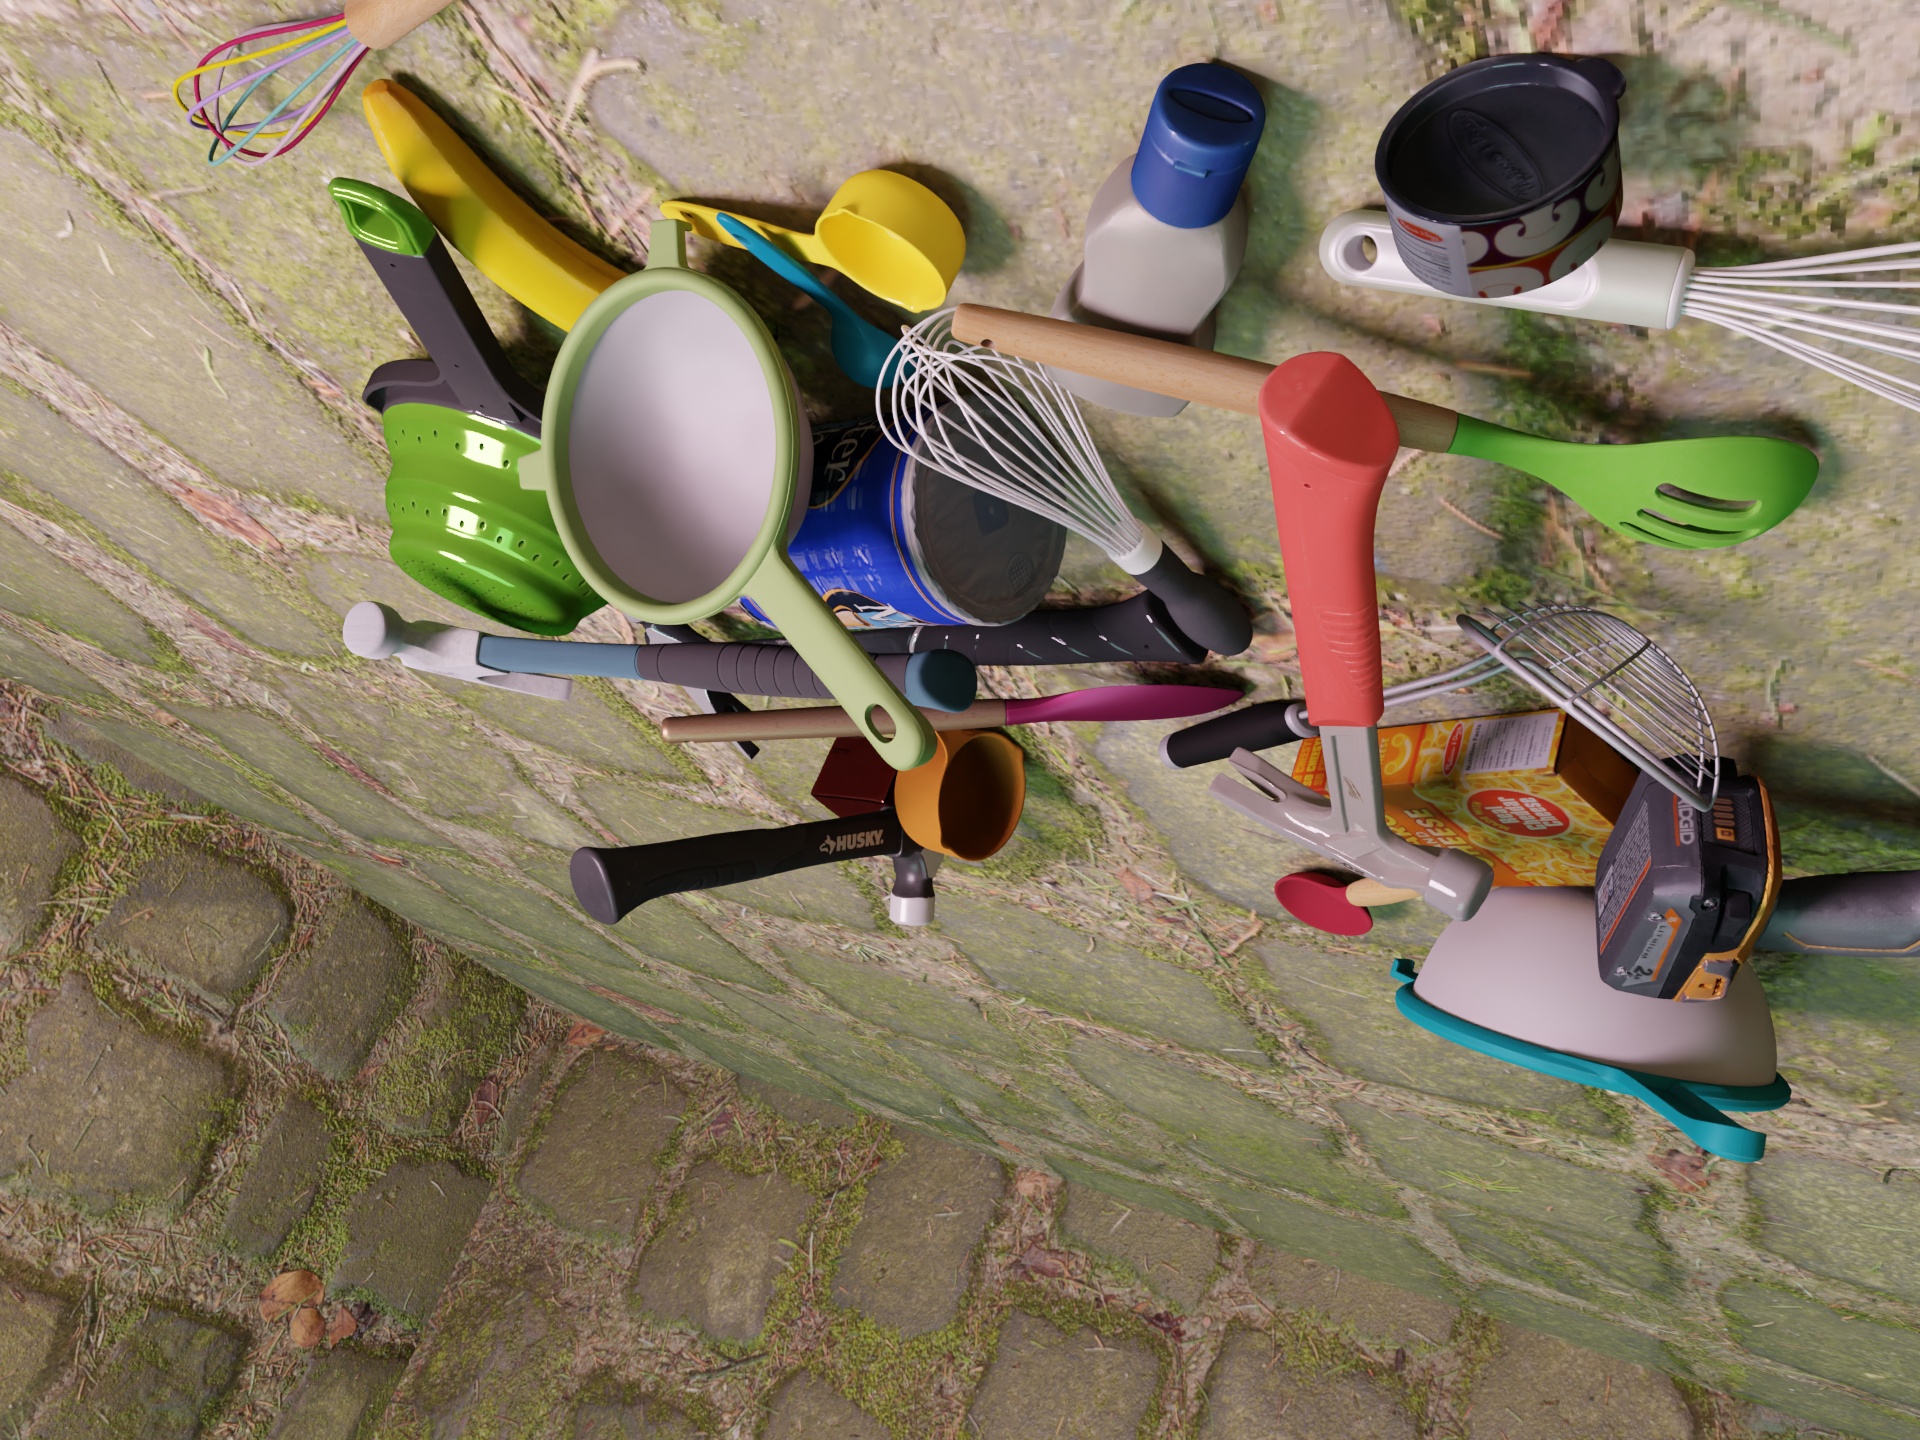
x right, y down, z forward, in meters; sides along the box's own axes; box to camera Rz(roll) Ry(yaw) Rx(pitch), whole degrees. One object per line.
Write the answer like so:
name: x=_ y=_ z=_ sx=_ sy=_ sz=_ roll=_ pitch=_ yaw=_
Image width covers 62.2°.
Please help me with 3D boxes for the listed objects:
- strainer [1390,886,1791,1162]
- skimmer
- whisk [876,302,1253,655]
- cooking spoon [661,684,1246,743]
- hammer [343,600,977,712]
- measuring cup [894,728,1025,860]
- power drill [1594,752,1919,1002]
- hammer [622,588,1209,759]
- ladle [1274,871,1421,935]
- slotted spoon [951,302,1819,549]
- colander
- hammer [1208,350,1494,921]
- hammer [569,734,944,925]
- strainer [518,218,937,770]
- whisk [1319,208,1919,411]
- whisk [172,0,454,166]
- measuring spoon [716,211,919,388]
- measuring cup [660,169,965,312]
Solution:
strainer: x=0.353 y=0.142 z=0.835 sx=0.211 sy=0.095 sz=0.340 roll=11 pitch=-178 yaw=6
skimmer: x=0.202 y=0.014 z=0.788 sx=0.127 sy=0.090 sz=0.363 roll=31 pitch=157 yaw=-21
whisk: x=0.060 y=-0.092 z=0.711 sx=0.070 sy=0.070 sz=0.284 roll=3 pitch=160 yaw=40
cooking spoon: x=-0.001 y=-0.003 z=0.868 sx=0.319 sy=0.017 sz=0.068 roll=-3 pitch=171 yaw=-7
hammer: x=-0.151 y=-0.029 z=0.834 sx=0.331 sy=0.033 sz=0.128 roll=4 pitch=173 yaw=22
measuring cup: x=-0.020 y=0.016 z=1.049 sx=0.052 sy=0.095 sz=0.173 roll=8 pitch=136 yaw=44
power drill: x=0.416 y=0.070 z=0.700 sx=0.226 sy=0.084 sz=0.185 roll=5 pitch=147 yaw=10
hammer: x=-0.036 y=-0.040 z=0.939 sx=0.409 sy=0.036 sz=0.149 roll=-1 pitch=131 yaw=40
ladle: x=0.243 y=0.104 z=0.958 sx=0.069 sy=0.031 sz=0.315 roll=28 pitch=173 yaw=6
slotted spoon: x=0.150 y=-0.108 z=0.571 sx=0.314 sy=0.031 sz=0.070 roll=13 pitch=159 yaw=1
colander: x=-0.254 y=-0.132 z=0.825 sx=0.204 sy=0.094 sz=0.397 roll=20 pitch=166 yaw=5
hammer: x=0.152 y=-0.024 z=0.668 sx=0.149 sy=0.037 sz=0.358 roll=29 pitch=163 yaw=29
hammer: x=-0.112 y=0.075 z=0.997 sx=0.035 sy=0.146 sz=0.334 roll=7 pitch=-174 yaw=33
strainer: x=-0.079 y=-0.081 z=0.684 sx=0.256 sy=0.069 sz=0.151 roll=50 pitch=121 yaw=18
whisk: x=0.229 y=-0.131 z=0.488 sx=0.246 sy=0.059 sz=0.057 roll=17 pitch=120 yaw=26
whisk: x=-0.249 y=-0.271 z=0.632 sx=0.245 sy=0.051 sz=0.047 roll=-3 pitch=141 yaw=43
measuring spoon: x=-0.063 y=-0.170 z=0.665 sx=0.042 sy=0.021 sz=0.128 roll=25 pitch=178 yaw=36
measuring cup: x=-0.063 y=-0.203 z=0.642 sx=0.157 sy=0.029 sz=0.062 roll=23 pitch=167 yaw=34
